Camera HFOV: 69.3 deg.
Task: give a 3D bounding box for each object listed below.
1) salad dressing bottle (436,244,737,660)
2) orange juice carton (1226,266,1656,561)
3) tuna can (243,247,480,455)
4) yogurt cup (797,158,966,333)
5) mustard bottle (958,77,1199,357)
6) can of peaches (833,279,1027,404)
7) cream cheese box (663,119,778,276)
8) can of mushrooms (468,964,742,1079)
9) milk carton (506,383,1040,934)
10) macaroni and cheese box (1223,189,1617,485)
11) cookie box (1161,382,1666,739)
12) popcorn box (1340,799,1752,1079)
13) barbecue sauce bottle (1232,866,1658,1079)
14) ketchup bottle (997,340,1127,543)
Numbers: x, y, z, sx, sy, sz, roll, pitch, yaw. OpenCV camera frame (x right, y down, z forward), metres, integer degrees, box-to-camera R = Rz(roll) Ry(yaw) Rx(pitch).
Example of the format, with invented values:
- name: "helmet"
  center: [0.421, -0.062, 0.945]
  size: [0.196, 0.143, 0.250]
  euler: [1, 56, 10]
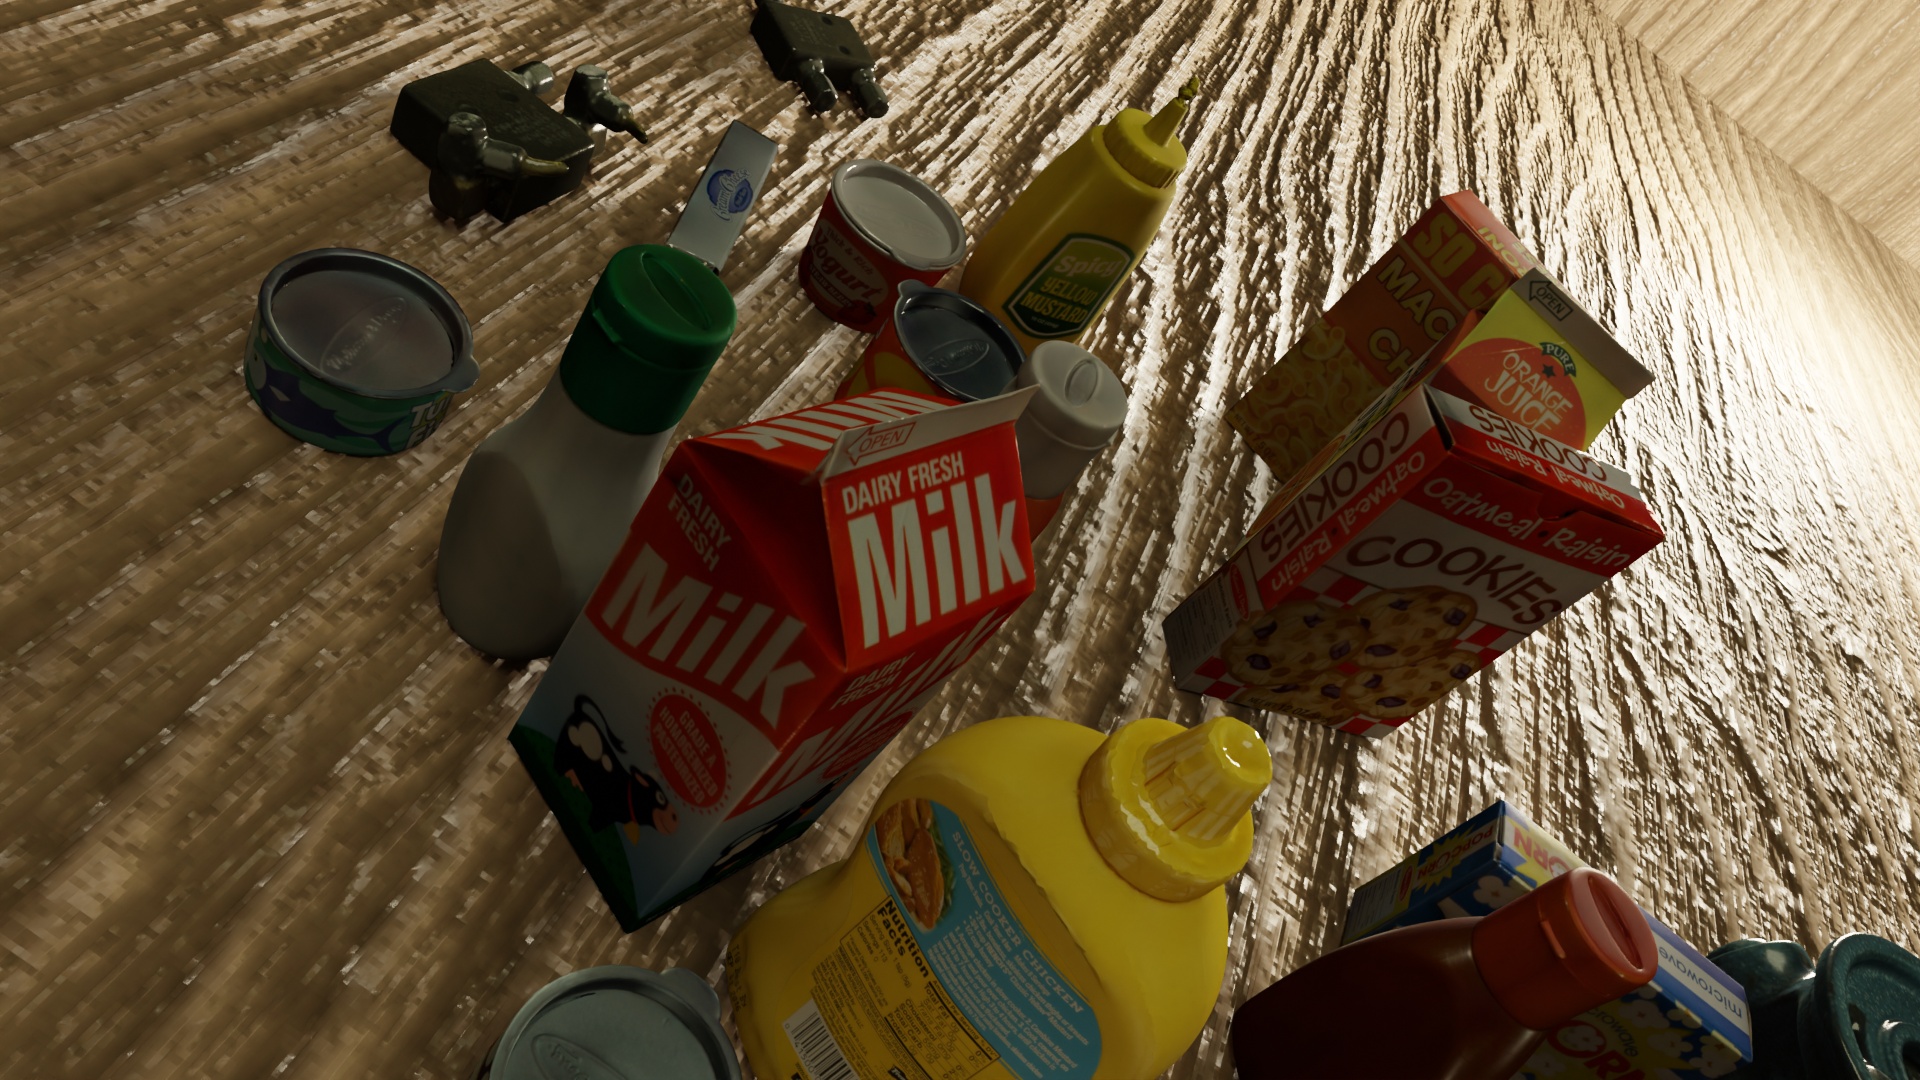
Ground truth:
- name: "salad dressing bottle"
  center: [-0.110, -0.021, 0.405]
  size: [0.044, 0.147, 0.064]
  euler: [-24, 71, -48]
- name: "orange juice carton"
  center: [0.217, -0.036, 0.640]
  size: [0.072, 0.191, 0.073]
  euler: [43, 40, 3]
- name: "tuna can"
  center: [-0.198, -0.061, 0.463]
  size: [0.071, 0.032, 0.071]
  euler: [21, 43, -22]
- name: "yogurt cup"
  center: [-0.039, -0.132, 0.636]
  size: [0.072, 0.053, 0.073]
  euler: [21, 43, -22]
- name: "mustard bottle"
  center: [0.060, -0.151, 0.647]
  size: [0.065, 0.159, 0.049]
  euler: [10, 48, -32]
- name: "can of peaches"
  center: [-0.014, -0.066, 0.591]
  size: [0.071, 0.057, 0.071]
  euler: [21, 43, -22]
- name: "cream cheese box"
  center: [-0.107, -0.126, 0.577]
  size: [0.024, 0.053, 0.104]
  euler: [28, 41, -15]
- name: "can of mushrooms"
  center: [-0.091, 0.145, 0.357]
  size: [0.071, 0.033, 0.071]
  euler: [21, 43, -22]
- name: "milk carton"
  center: [-0.049, 0.025, 0.377]
  size: [0.072, 0.189, 0.073]
  euler: [-21, 68, -47]
- name: "macaroni and cheese box"
  center: [0.233, -0.074, 0.708]
  size: [0.124, 0.165, 0.040]
  euler: [51, 41, 12]
- name: "cookie box"
  center: [0.185, 0.018, 0.585]
  size: [0.123, 0.166, 0.040]
  euler: [17, 45, -26]
- name: "popcorn box"
  center: [0.227, 0.169, 0.544]
  size: [0.126, 0.084, 0.038]
  euler: [38, 40, -3]
- name: "barbecue sauce bottle"
  center: [0.152, 0.154, 0.449]
  size: [0.044, 0.147, 0.065]
  euler: [8, 50, -34]
- name: "ketchup bottle"
  center: [0.002, -0.006, 0.478]
  size: [0.043, 0.148, 0.065]
  euler: [35, 40, -7]
